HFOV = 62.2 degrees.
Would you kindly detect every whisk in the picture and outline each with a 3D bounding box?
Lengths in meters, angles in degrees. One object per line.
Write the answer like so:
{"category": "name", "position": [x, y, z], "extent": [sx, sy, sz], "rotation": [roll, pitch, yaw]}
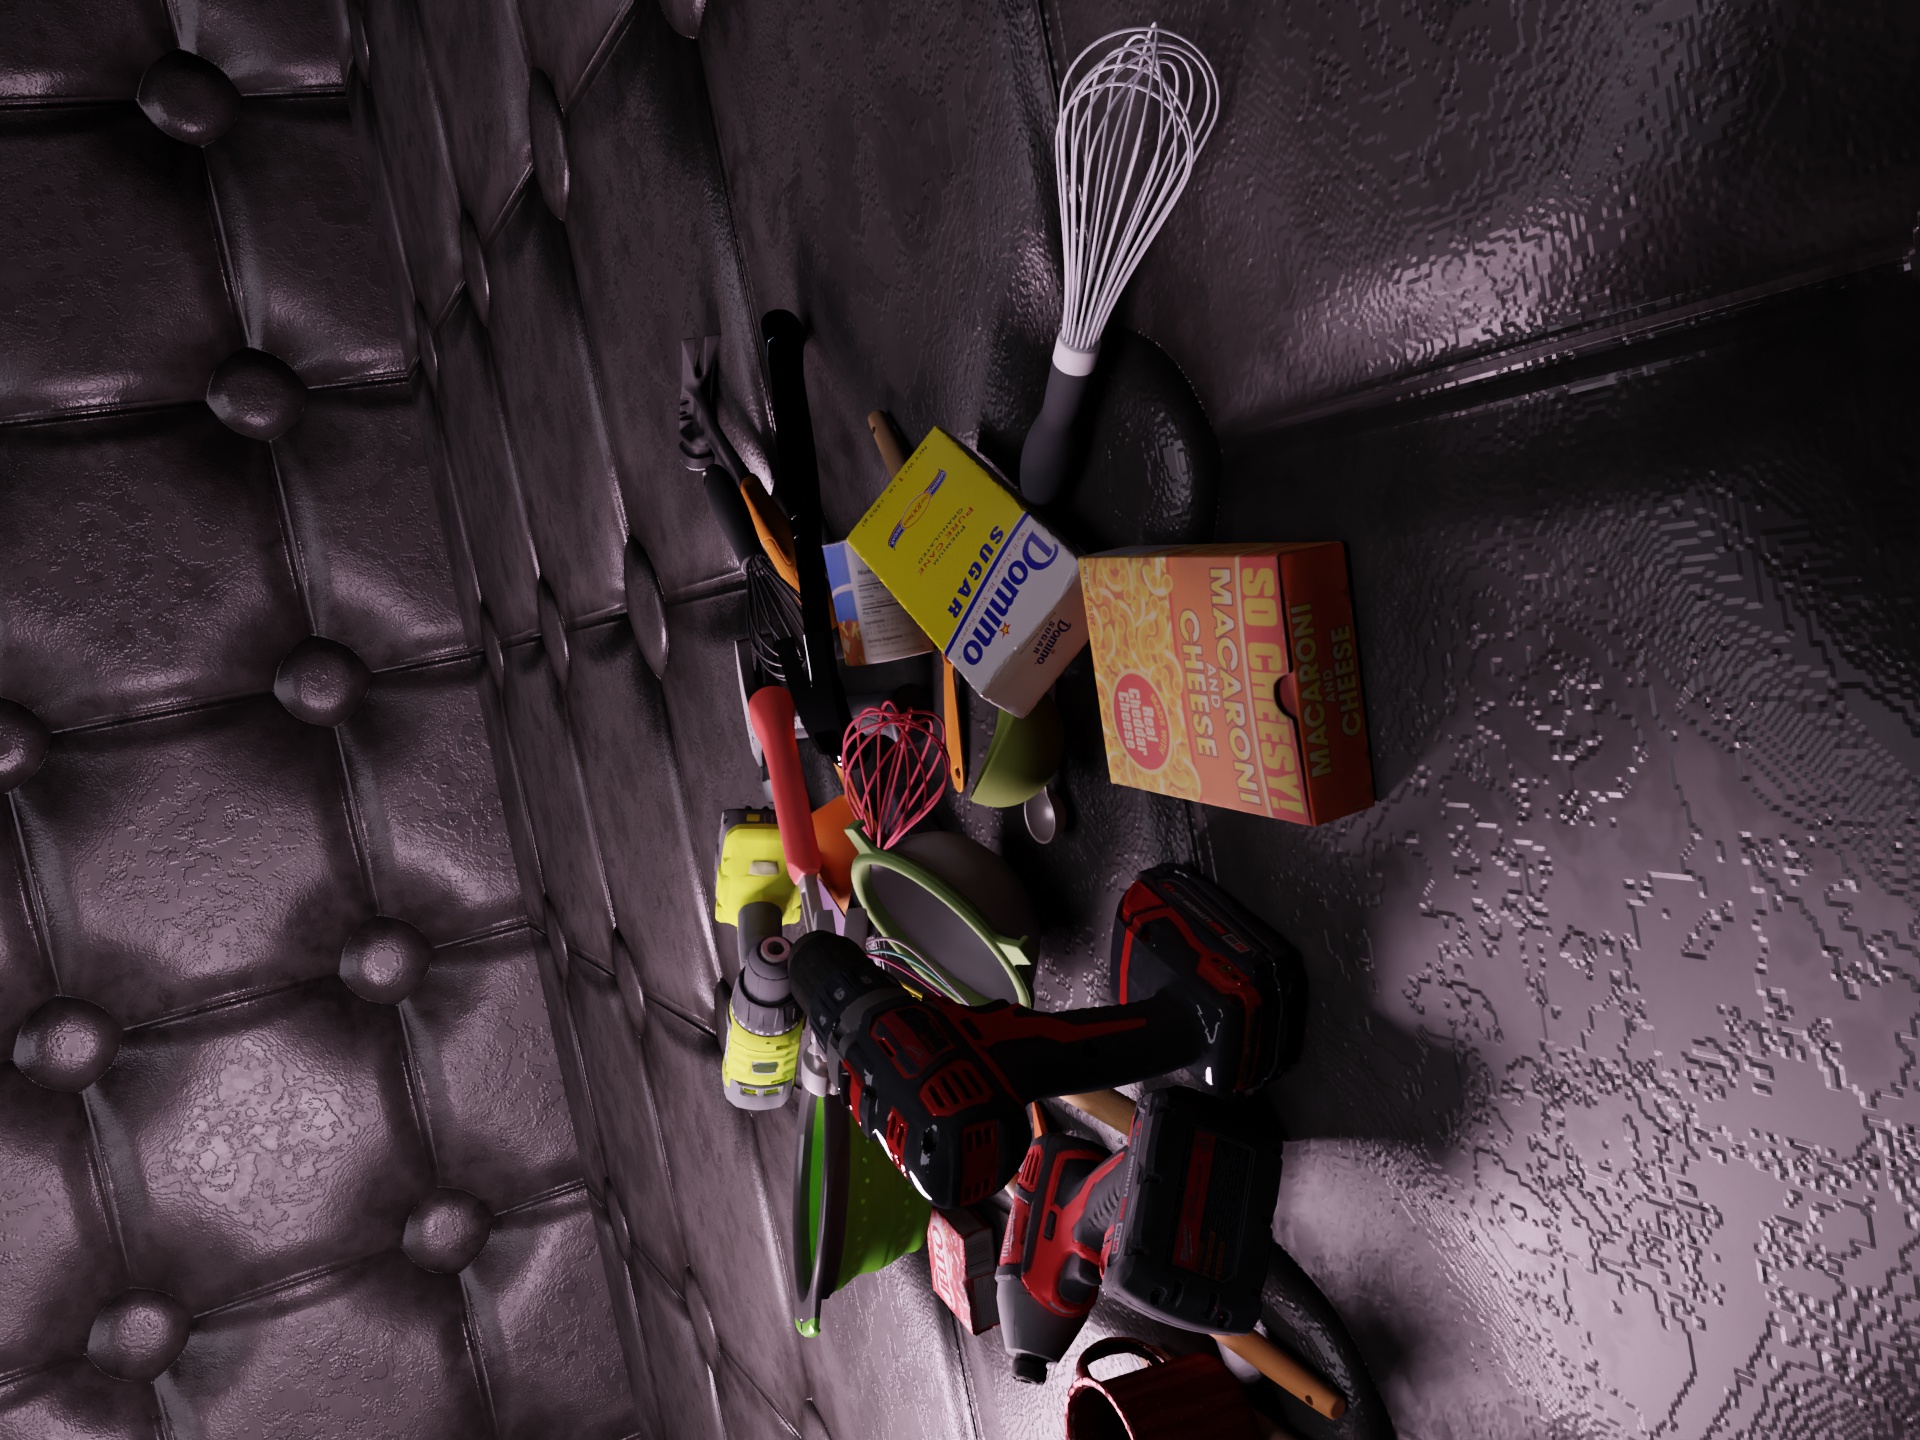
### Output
{"category": "whisk", "position": [0.065, -0.208, 0.787], "extent": [0.070, 0.070, 0.284], "rotation": [61, 156, 30]}
{"category": "whisk", "position": [-0.158, -0.119, 1.223], "extent": [0.055, 0.055, 0.239], "rotation": [105, 147, -45]}
{"category": "whisk", "position": [0.013, 0.200, 1.014], "extent": [0.245, 0.051, 0.047], "rotation": [24, 142, 32]}
{"category": "whisk", "position": [-0.055, 0.078, 1.104], "extent": [0.295, 0.073, 0.073], "rotation": [103, 145, -55]}

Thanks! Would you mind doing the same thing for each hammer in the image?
{"category": "hammer", "position": [-0.105, -0.007, 1.255], "extent": [0.335, 0.035, 0.146], "rotation": [-5, 98, 65]}
{"category": "hammer", "position": [-0.109, -0.137, 1.122], "extent": [0.128, 0.033, 0.331], "rotation": [60, -159, -71]}
{"category": "hammer", "position": [-0.111, 0.077, 1.097], "extent": [0.359, 0.036, 0.149], "rotation": [-110, 22, -53]}
{"category": "hammer", "position": [-0.158, -0.174, 1.284], "extent": [0.337, 0.034, 0.127], "rotation": [56, 149, 36]}

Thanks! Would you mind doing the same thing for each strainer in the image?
{"category": "strainer", "position": [0.009, 0.152, 1.078], "extent": [0.152, 0.069, 0.256], "rotation": [33, 154, 24]}

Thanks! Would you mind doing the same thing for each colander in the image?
{"category": "colander", "position": [-0.074, 0.279, 1.269], "extent": [0.204, 0.094, 0.397], "rotation": [123, 150, -67]}

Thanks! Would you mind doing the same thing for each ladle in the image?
{"category": "ladle", "position": [-0.013, -0.083, 0.989], "extent": [0.320, 0.062, 0.078], "rotation": [66, 147, 32]}

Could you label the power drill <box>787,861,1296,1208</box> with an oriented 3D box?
{"category": "power drill", "position": [0.035, 0.144, 0.810], "extent": [0.188, 0.226, 0.080], "rotation": [40, 136, 52]}

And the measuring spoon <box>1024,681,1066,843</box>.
{"category": "measuring spoon", "position": [0.055, 0.014, 0.962], "extent": [0.034, 0.018, 0.124], "rotation": [22, 115, 56]}

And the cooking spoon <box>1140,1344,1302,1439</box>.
{"category": "cooking spoon", "position": [0.188, 0.404, 0.864], "extent": [0.319, 0.017, 0.068], "rotation": [2, 107, 64]}

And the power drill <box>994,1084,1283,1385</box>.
{"category": "power drill", "position": [0.084, 0.291, 0.886], "extent": [0.219, 0.078, 0.143], "rotation": [-47, 23, 57]}

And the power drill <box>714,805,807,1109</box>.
{"category": "power drill", "position": [-0.164, 0.182, 1.329], "extent": [0.229, 0.080, 0.190], "rotation": [-98, 15, -44]}

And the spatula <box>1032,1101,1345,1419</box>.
{"category": "spatula", "position": [0.120, 0.330, 0.969], "extent": [0.323, 0.041, 0.081], "rotation": [18, 117, 57]}

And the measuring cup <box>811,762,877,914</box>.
{"category": "measuring cup", "position": [-0.101, 0.075, 1.214], "extent": [0.095, 0.052, 0.173], "rotation": [31, 145, 45]}

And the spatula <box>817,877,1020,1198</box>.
{"category": "spatula", "position": [-0.038, 0.225, 1.164], "extent": [0.316, 0.018, 0.059], "rotation": [54, 160, 14]}

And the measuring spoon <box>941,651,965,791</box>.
{"category": "measuring spoon", "position": [-0.002, -0.003, 1.075], "extent": [0.021, 0.011, 0.116], "rotation": [39, 139, 53]}
